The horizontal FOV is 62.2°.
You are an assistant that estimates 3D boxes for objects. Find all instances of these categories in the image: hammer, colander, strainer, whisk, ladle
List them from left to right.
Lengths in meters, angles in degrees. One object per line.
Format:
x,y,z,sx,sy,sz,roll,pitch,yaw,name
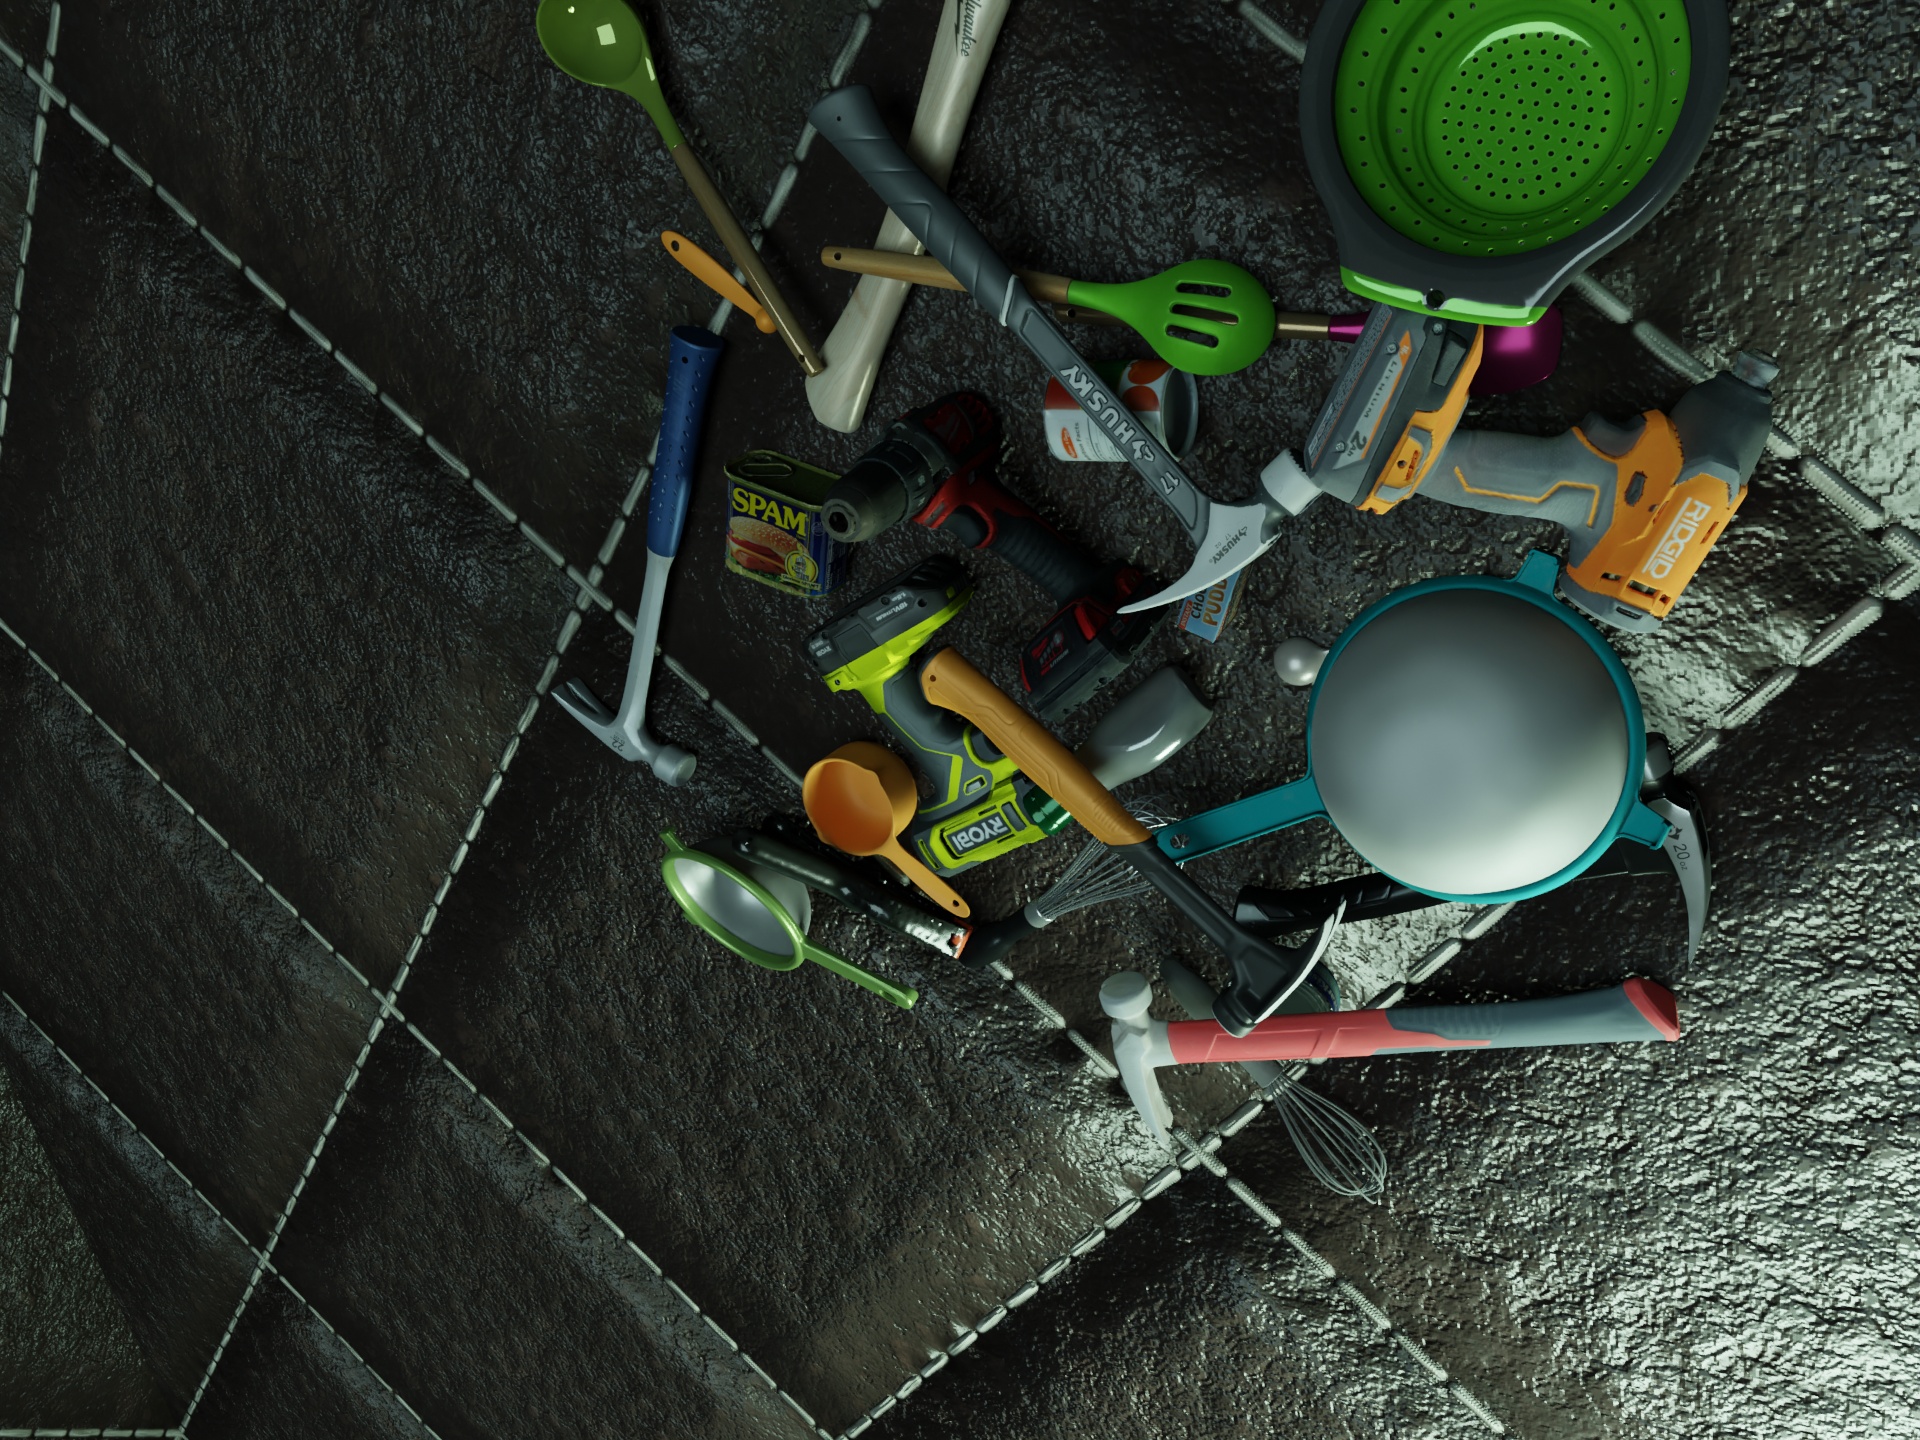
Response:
-0.255,-0.134,1.315,0.144,0.035,0.405,29,126,16,hammer
-0.192,-0.378,1.119,0.078,0.062,0.320,-31,91,42,ladle
-0.137,0.165,1.368,0.256,0.069,0.151,24,147,18,strainer
-0.014,-0.365,1.046,0.146,0.038,0.410,33,127,12,hammer
0.042,-0.245,0.999,0.409,0.036,0.149,50,121,9,hammer
0.082,0.137,1.236,0.070,0.070,0.284,50,133,0,whisk
0.101,0.061,1.079,0.337,0.034,0.127,43,130,14,hammer
0.237,0.273,1.215,0.239,0.055,0.055,47,129,7,whisk
0.250,0.040,1.009,0.340,0.095,0.211,-23,86,32,strainer
0.298,0.231,1.121,0.386,0.038,0.143,-8,116,24,hammer
0.333,0.114,1.079,0.335,0.035,0.146,-18,103,37,hammer
0.306,-0.400,0.807,0.204,0.094,0.397,20,105,23,colander

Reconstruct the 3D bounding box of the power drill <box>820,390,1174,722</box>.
0.020,-0.109,1.064,0.226,0.188,0.080,46,129,-2,power drill

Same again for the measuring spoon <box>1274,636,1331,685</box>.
0.265,-0.040,1.051,0.124,0.018,0.034,-3,112,32,measuring spoon

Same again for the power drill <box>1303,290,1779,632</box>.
0.326,-0.159,0.882,0.226,0.084,0.164,22,119,-4,power drill

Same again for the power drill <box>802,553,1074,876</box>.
-0.002,-0.004,1.201,0.171,0.080,0.223,-27,102,31,power drill

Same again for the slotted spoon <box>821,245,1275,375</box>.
0.047,-0.277,1.022,0.314,0.031,0.070,15,99,22,slotted spoon

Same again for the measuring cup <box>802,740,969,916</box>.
-0.048,0.088,1.293,0.173,0.052,0.095,42,129,4,measuring cup

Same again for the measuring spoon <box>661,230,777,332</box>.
-0.181,-0.327,1.184,0.117,0.011,0.021,40,128,8,measuring spoon

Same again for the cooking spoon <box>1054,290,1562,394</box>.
0.204,-0.244,0.983,0.319,0.017,0.068,11,118,27,cooking spoon
